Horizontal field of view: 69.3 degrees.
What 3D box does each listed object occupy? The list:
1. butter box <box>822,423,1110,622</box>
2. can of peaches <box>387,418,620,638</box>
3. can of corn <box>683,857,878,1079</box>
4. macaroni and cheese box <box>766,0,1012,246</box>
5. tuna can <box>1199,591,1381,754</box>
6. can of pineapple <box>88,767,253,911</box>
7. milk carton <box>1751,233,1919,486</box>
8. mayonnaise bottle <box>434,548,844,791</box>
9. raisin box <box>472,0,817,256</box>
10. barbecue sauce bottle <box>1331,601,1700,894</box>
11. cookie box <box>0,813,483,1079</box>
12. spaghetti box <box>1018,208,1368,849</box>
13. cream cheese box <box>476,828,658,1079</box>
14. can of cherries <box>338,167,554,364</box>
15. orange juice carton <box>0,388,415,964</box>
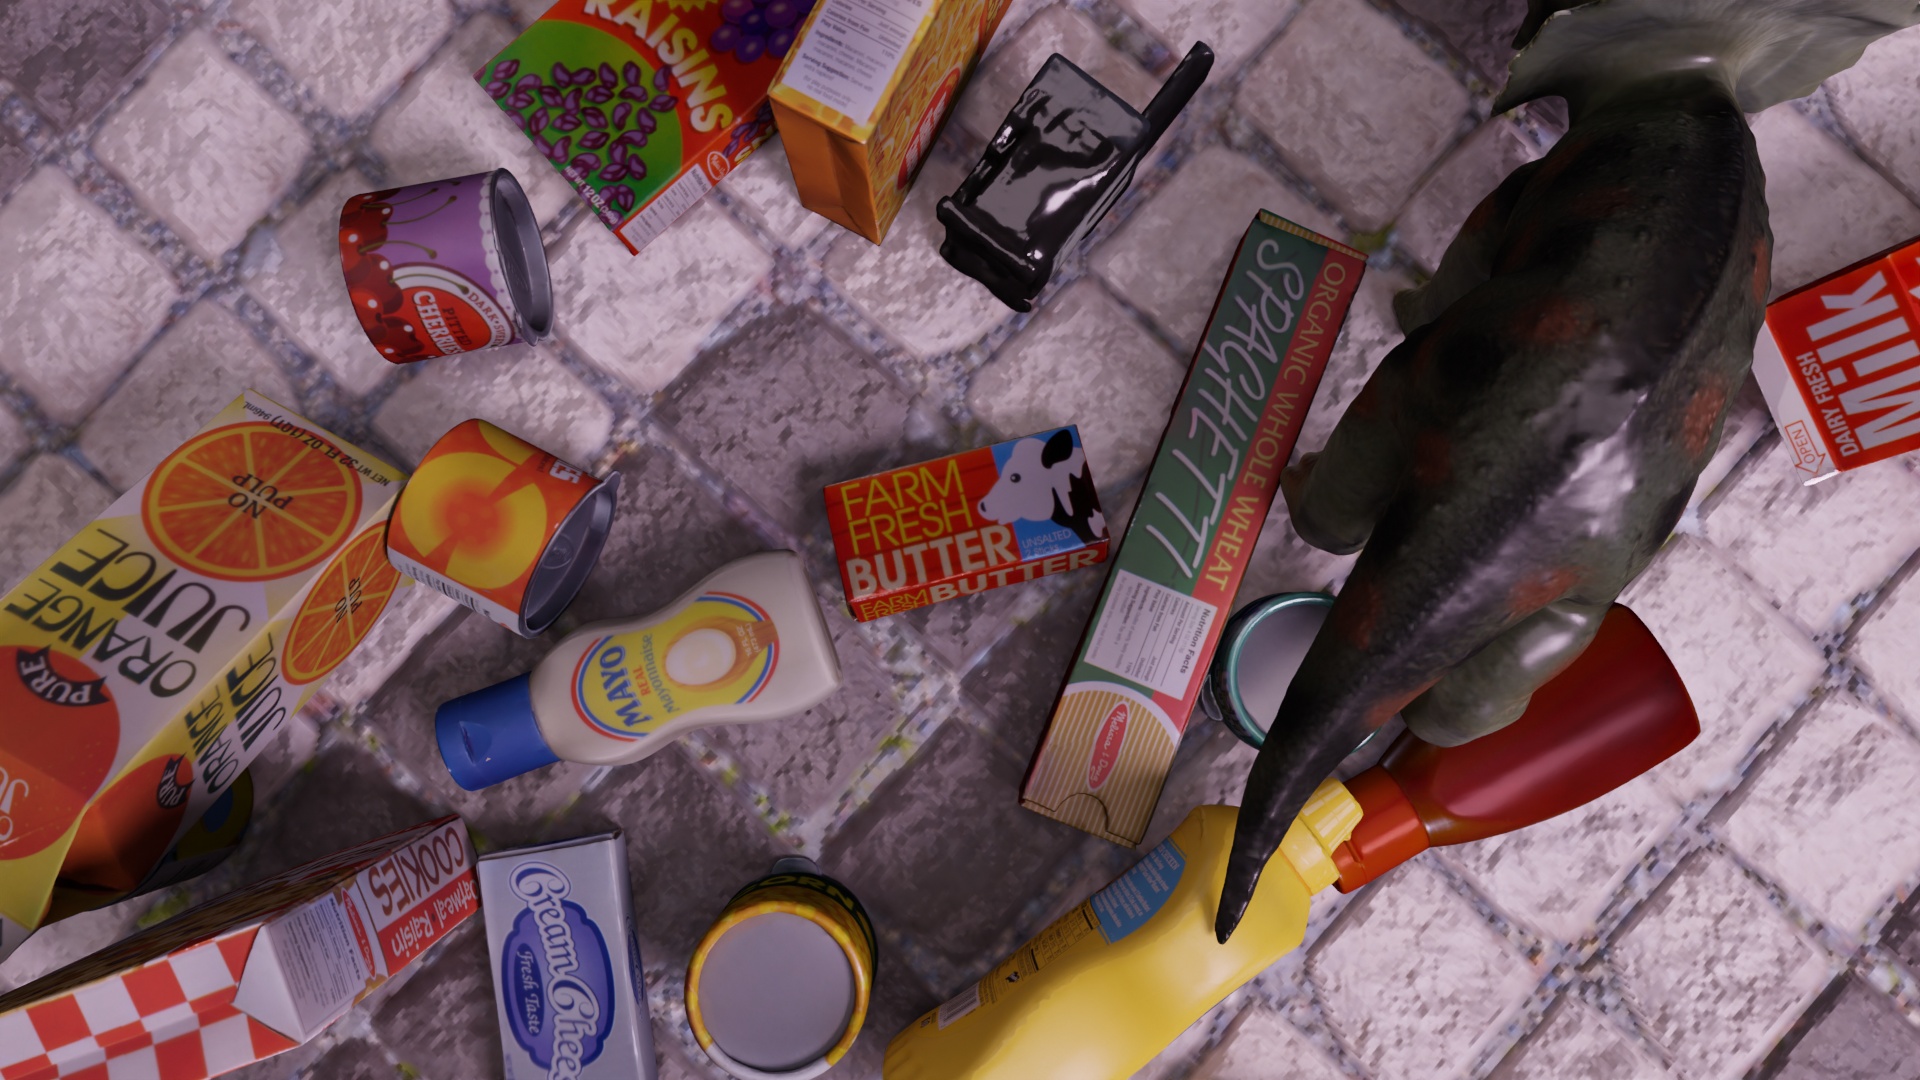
[{"bbox_3d":[0.002,-0.007,0.539,0.103,0.024,0.053,-14,67,-2],"label":"butter box"},{"bbox_3d":[-0.171,-0.007,0.524,0.058,0.071,0.071,26,86,2],"label":"can of peaches"},{"bbox_3d":[-0.065,0.158,0.516,0.071,0.058,0.071,0,86,-1],"label":"can of corn"},{"bbox_3d":[-0.010,-0.205,0.512,0.040,0.123,0.166,28,86,0],"label":"macaroni and cheese box"},{"bbox_3d":[0.129,0.053,0.538,0.071,0.033,0.071,0,85,-1],"label":"tuna can"},{"bbox_3d":[-0.311,0.098,0.519,0.071,0.058,0.071,0,86,-1],"label":"can of pineapple"},{"bbox_3d":[0.394,-0.090,0.531,0.191,0.073,0.072,-23,87,-2],"label":"milk carton"},{"bbox_3d":[-0.123,0.054,0.532,0.148,0.041,0.065,-20,88,-2],"label":"mayonnaise bottle"},{"bbox_3d":[-0.115,-0.187,0.552,0.123,0.040,0.086,-42,86,-2],"label":"raisin box"},{"bbox_3d":[0.201,0.084,0.531,0.148,0.043,0.065,-29,86,-2],"label":"barbecue sauce bottle"},{"bbox_3d":[-0.245,0.142,0.462,0.123,0.167,0.040,-20,90,-2],"label":"cookie box"},{"bbox_3d":[0.091,-0.006,0.544,0.050,0.028,0.250,22,86,1],"label":"spaghetti box"},{"bbox_3d":[-0.150,0.166,0.531,0.053,0.024,0.104,-9,86,-1],"label":"cream cheese box"},{"bbox_3d":[-0.194,-0.102,0.530,0.058,0.071,0.071,-10,86,-1],"label":"can of cherries"},{"bbox_3d":[-0.275,0.044,0.469,0.072,0.072,0.194,29,51,2],"label":"orange juice carton"}]
